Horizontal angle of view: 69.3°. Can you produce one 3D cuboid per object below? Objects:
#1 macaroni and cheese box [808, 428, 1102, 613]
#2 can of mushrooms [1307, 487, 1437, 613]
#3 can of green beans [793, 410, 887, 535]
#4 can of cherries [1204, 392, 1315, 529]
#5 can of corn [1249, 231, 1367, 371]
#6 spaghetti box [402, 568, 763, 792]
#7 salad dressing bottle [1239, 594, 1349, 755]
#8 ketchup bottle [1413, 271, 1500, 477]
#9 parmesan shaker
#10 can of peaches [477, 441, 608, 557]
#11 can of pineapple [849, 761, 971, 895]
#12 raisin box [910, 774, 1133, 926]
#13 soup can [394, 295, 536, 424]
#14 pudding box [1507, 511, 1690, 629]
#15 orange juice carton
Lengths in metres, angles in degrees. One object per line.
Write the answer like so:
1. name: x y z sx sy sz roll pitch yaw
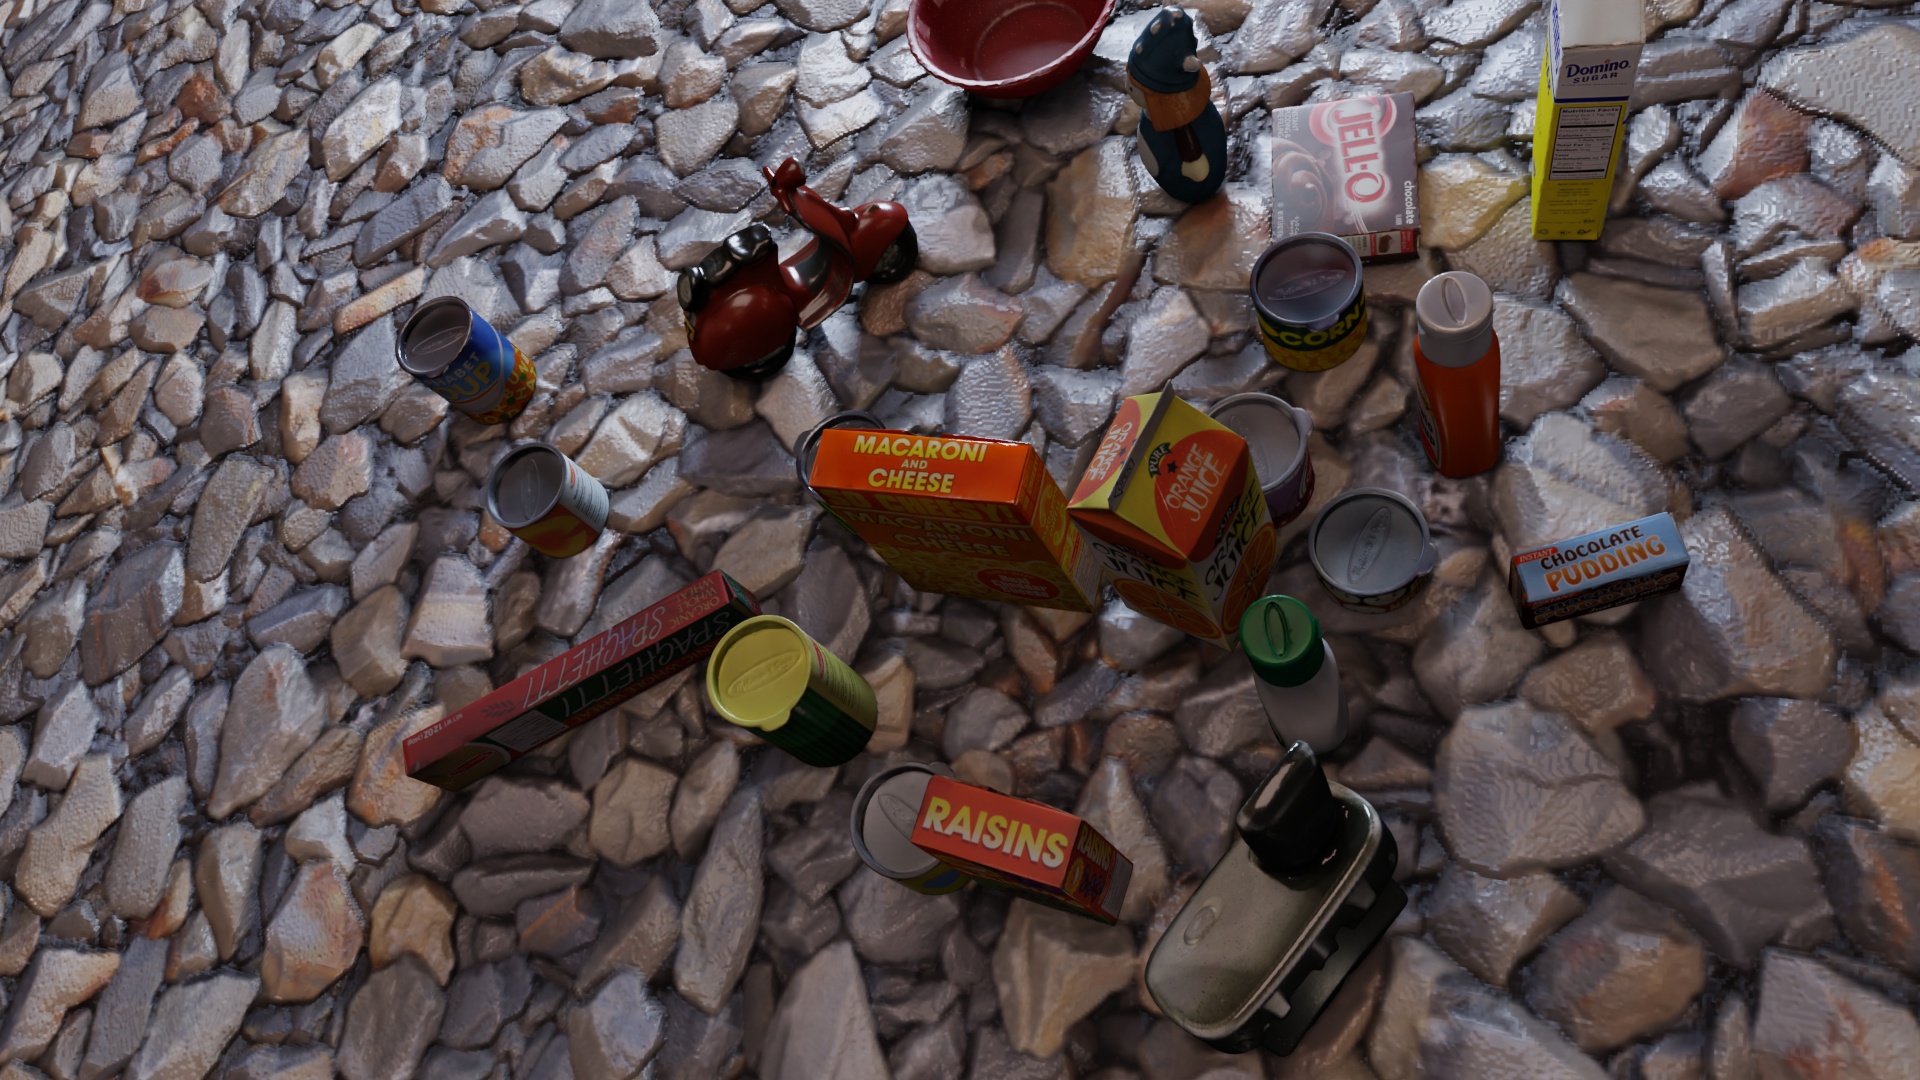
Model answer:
1. macaroni and cheese box: 0.003 -0.010 0.805 0.124 0.166 0.040 6 69 22
2. can of mushrooms: 0.235 0.007 0.790 0.071 0.033 0.071 -8 64 17
3. can of green beans: -0.066 -0.043 0.908 0.071 0.057 0.071 -8 65 17
4. can of cherries: 0.176 -0.046 0.821 0.071 0.058 0.072 -8 65 17
5. can of corn: 0.215 -0.143 0.852 0.071 0.058 0.071 -8 65 17
6. spaghetti box: -0.248 0.094 0.916 0.250 0.050 0.029 -28 61 6
7. salad dressing bottle: 0.173 0.069 0.718 0.044 0.147 0.064 -12 64 15
8. ketchup bottle: 0.270 -0.092 0.756 0.043 0.148 0.065 -13 63 15
9. parmesan shaker: -0.098 0.095 0.830 0.071 0.103 0.071 -8 65 17
10. can of peaches: -0.294 -0.027 0.983 0.071 0.058 0.071 -8 65 17
11. can of pineapple: -0.021 0.165 0.797 0.071 0.057 0.071 -8 65 17
12. raisin box: 0.036 0.166 0.738 0.086 0.123 0.040 12 72 24
13. soup can: -0.370 -0.131 1.044 0.071 0.083 0.071 -8 65 17
14. pudding box: 0.338 0.017 0.739 0.083 0.049 0.030 -16 62 12
15. orange juice carton: 0.116 -0.013 0.751 0.073 0.192 0.072 23 77 27
